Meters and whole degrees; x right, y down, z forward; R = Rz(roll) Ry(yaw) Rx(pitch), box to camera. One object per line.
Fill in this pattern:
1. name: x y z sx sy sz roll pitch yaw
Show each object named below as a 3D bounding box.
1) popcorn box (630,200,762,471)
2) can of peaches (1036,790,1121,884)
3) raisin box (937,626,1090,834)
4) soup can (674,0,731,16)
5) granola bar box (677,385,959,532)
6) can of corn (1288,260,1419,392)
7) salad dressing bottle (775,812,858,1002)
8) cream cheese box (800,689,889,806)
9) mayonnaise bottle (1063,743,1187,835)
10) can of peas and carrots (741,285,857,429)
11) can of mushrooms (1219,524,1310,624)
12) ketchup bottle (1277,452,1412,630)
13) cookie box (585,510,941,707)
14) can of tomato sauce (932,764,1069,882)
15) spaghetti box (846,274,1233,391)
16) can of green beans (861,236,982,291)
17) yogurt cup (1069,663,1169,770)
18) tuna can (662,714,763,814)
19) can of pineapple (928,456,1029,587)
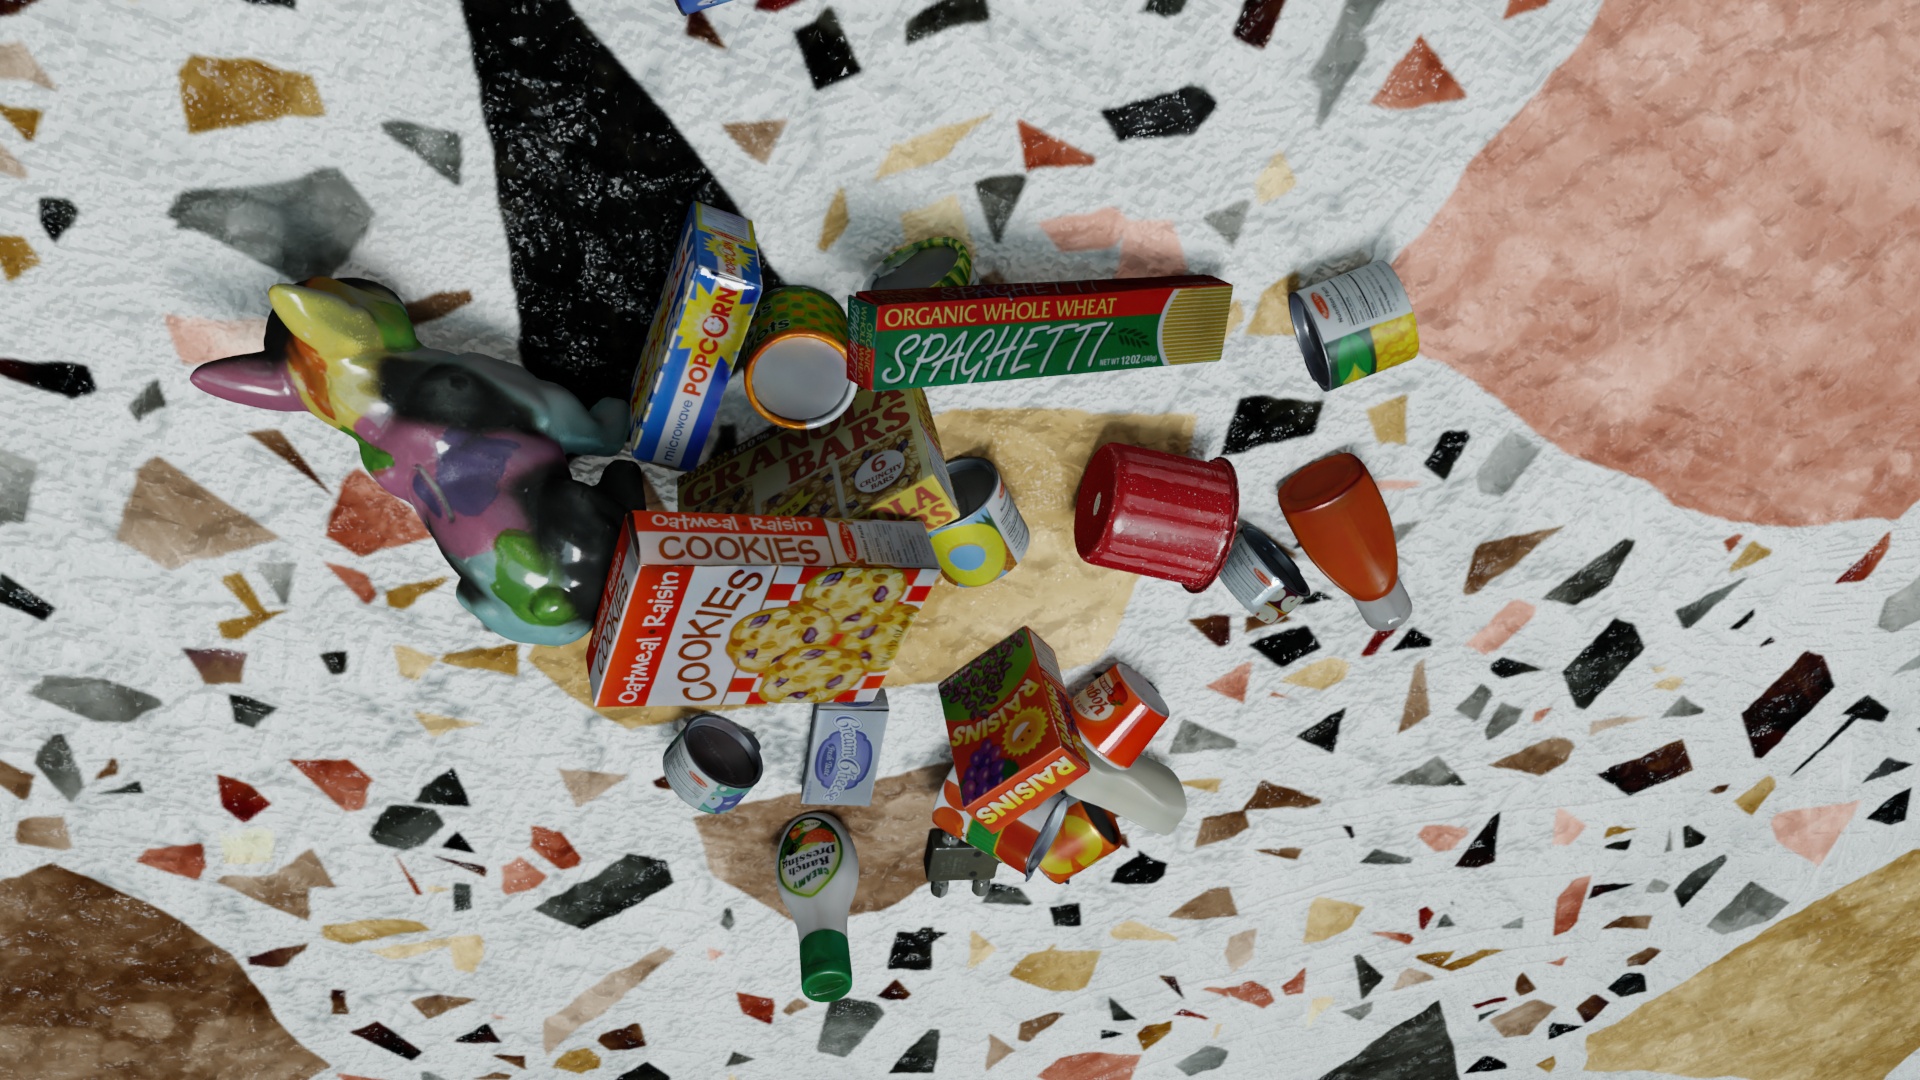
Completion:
1. popcorn box: -0.151 -0.114 0.782 0.038 0.085 0.126 14 122 -22
2. can of peaches: 0.087 0.230 1.097 0.058 0.071 0.071 -36 125 15
3. raisin box: 0.035 0.132 0.978 0.086 0.124 0.040 -35 125 15
4. soup can: -0.104 -0.295 0.664 0.084 0.072 0.071 -17 128 1
5. granola bar box: -0.089 -0.027 0.834 0.165 0.125 0.039 -27 130 9
6. can of corn: 0.243 -0.131 0.859 0.058 0.071 0.071 -20 128 4
7. salad dressing bottle: -0.105 0.273 1.041 0.064 0.148 0.043 -19 128 3
8. cream cheese box: -0.087 0.155 1.034 0.053 0.024 0.103 3 126 -14
9. mayonnaise bottle: 0.103 0.177 1.066 0.148 0.065 0.041 25 112 -22
10. can of peas and carrots: -0.097 -0.108 0.813 0.071 0.059 0.070 -6 127 -7
11. can of mushrooms: 0.210 0.024 0.970 0.071 0.071 0.033 31 115 -29
12. ketchup bottle: 0.280 0.007 0.983 0.064 0.044 0.148 -29 127 12
13. cookie box: -0.111 0.040 0.767 0.168 0.040 0.122 2 137 -27
14. can of tomato sauce: 0.029 0.205 1.046 0.083 0.071 0.070 26 127 18
15. spaghetti box: 0.051 -0.121 0.794 0.251 0.029 0.050 -9 116 -31
16. can of green beans: -0.016 -0.134 0.805 0.071 0.071 0.057 -23 127 7
17. yogurt cup: 0.118 0.128 1.031 0.072 0.073 0.054 35 106 -30
18. tuna can: -0.176 0.160 0.996 0.071 0.071 0.032 28 118 -28
19. can of pineapple: 0.003 -0.011 0.902 0.071 0.071 0.057 -25 127 8
